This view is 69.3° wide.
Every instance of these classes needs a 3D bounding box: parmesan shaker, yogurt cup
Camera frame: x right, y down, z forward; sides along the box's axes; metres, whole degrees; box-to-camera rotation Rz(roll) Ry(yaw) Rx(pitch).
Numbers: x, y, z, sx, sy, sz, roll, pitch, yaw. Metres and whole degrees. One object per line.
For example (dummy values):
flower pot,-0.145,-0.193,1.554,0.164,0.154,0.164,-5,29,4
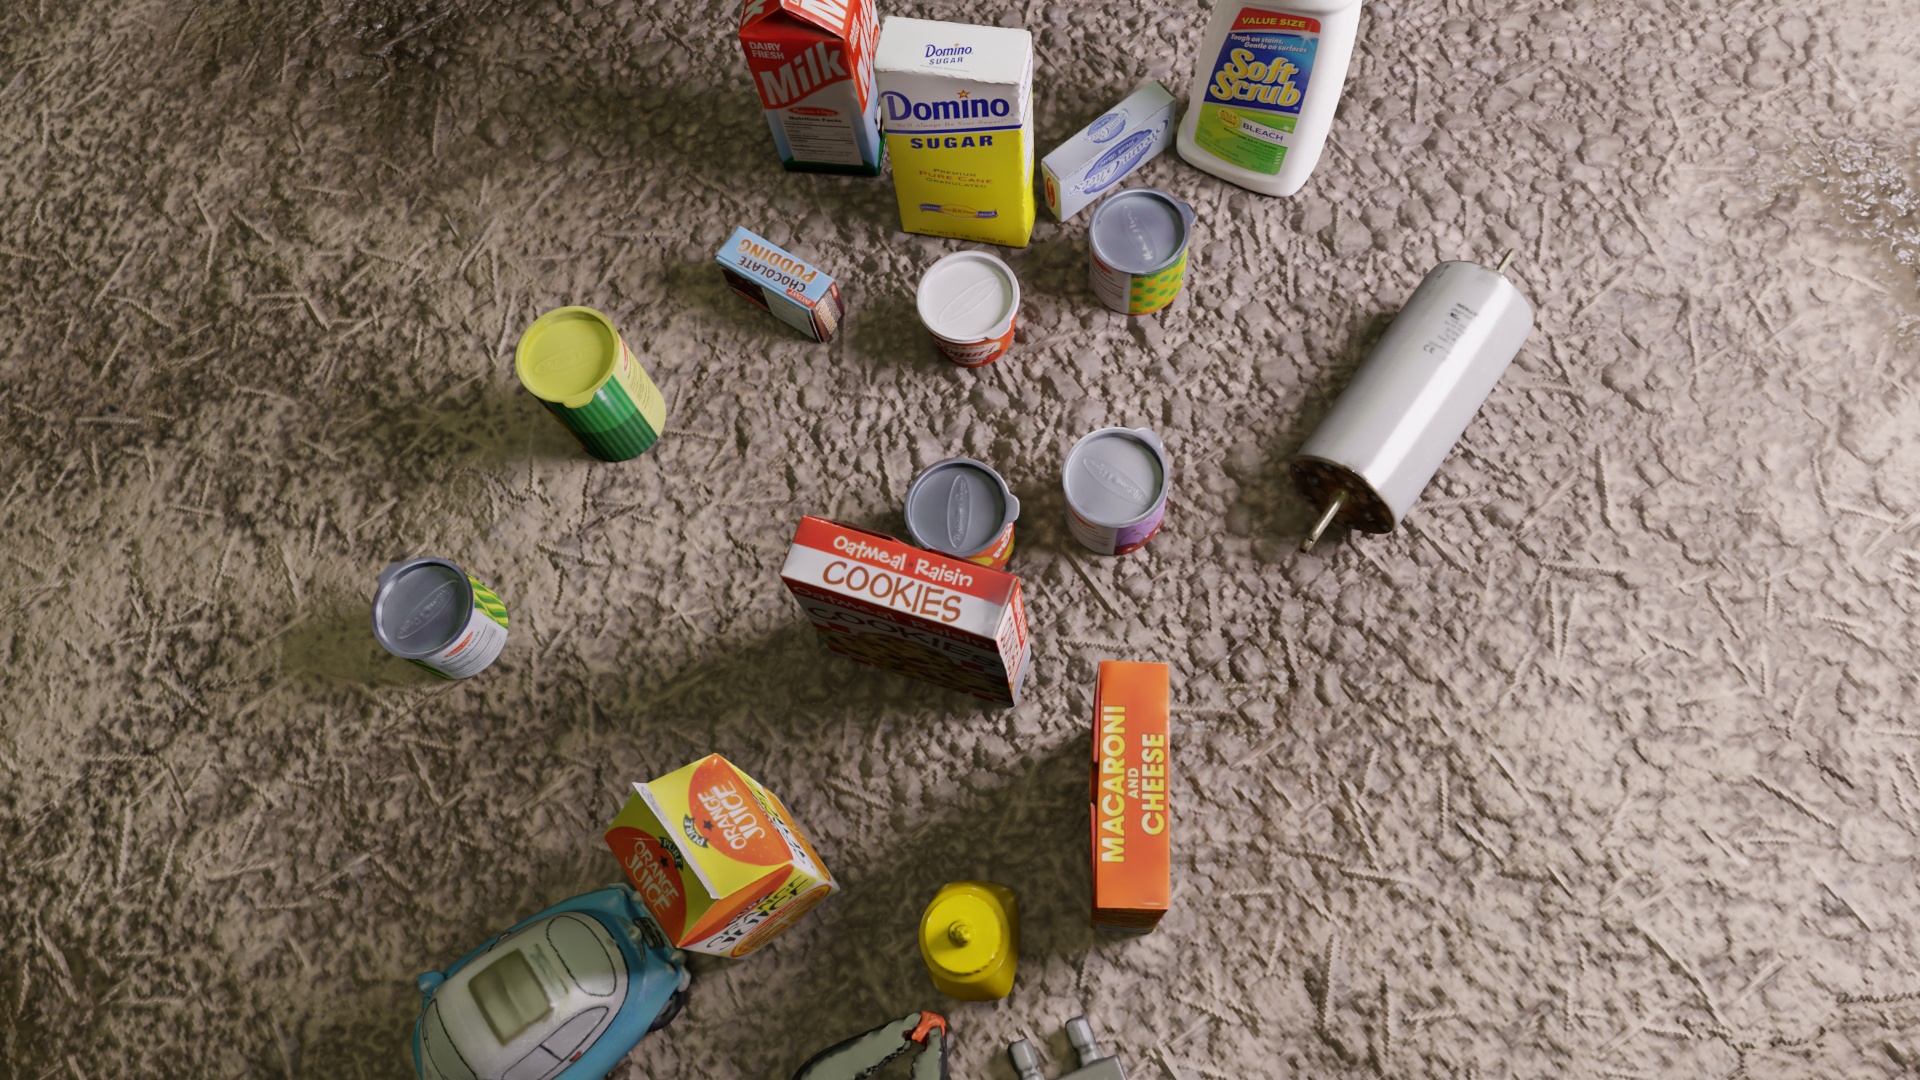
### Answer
parmesan shaker,-0.238,-0.097,0.906,0.071,0.102,0.071,-2,70,5
yogurt cup,0.007,-0.152,0.929,0.072,0.053,0.072,-2,70,5

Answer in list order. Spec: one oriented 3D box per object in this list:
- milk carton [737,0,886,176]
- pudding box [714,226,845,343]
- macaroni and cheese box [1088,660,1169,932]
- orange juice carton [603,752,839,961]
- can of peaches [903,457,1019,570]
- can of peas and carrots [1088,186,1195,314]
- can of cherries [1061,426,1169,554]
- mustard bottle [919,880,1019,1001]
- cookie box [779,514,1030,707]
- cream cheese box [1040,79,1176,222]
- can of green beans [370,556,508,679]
milk carton,-0.096,-0.329,0.930,0.073,0.190,0.072,6,71,7
pudding box,-0.123,-0.175,0.952,0.084,0.049,0.030,31,76,15
macaroni and cheese box,0.090,0.145,0.755,0.040,0.166,0.124,1,71,6
orange juice carton,-0.129,0.173,0.751,0.073,0.192,0.072,-36,71,-7
can of peaches,0.003,-0.011,0.877,0.071,0.058,0.071,-2,70,5
can of peas and carrots,0.121,-0.194,0.932,0.071,0.058,0.071,-2,70,5
can of cherries,0.099,-0.032,0.875,0.071,0.058,0.071,-2,70,5
mustard bottle,0.005,0.211,0.742,0.049,0.159,0.065,2,71,6
cookie box,-0.026,0.044,0.801,0.123,0.167,0.040,16,73,10
cream cheese box,0.102,-0.270,0.964,0.104,0.053,0.024,-37,72,-8
can of green beans,-0.330,0.050,0.885,0.071,0.057,0.071,-2,70,5
